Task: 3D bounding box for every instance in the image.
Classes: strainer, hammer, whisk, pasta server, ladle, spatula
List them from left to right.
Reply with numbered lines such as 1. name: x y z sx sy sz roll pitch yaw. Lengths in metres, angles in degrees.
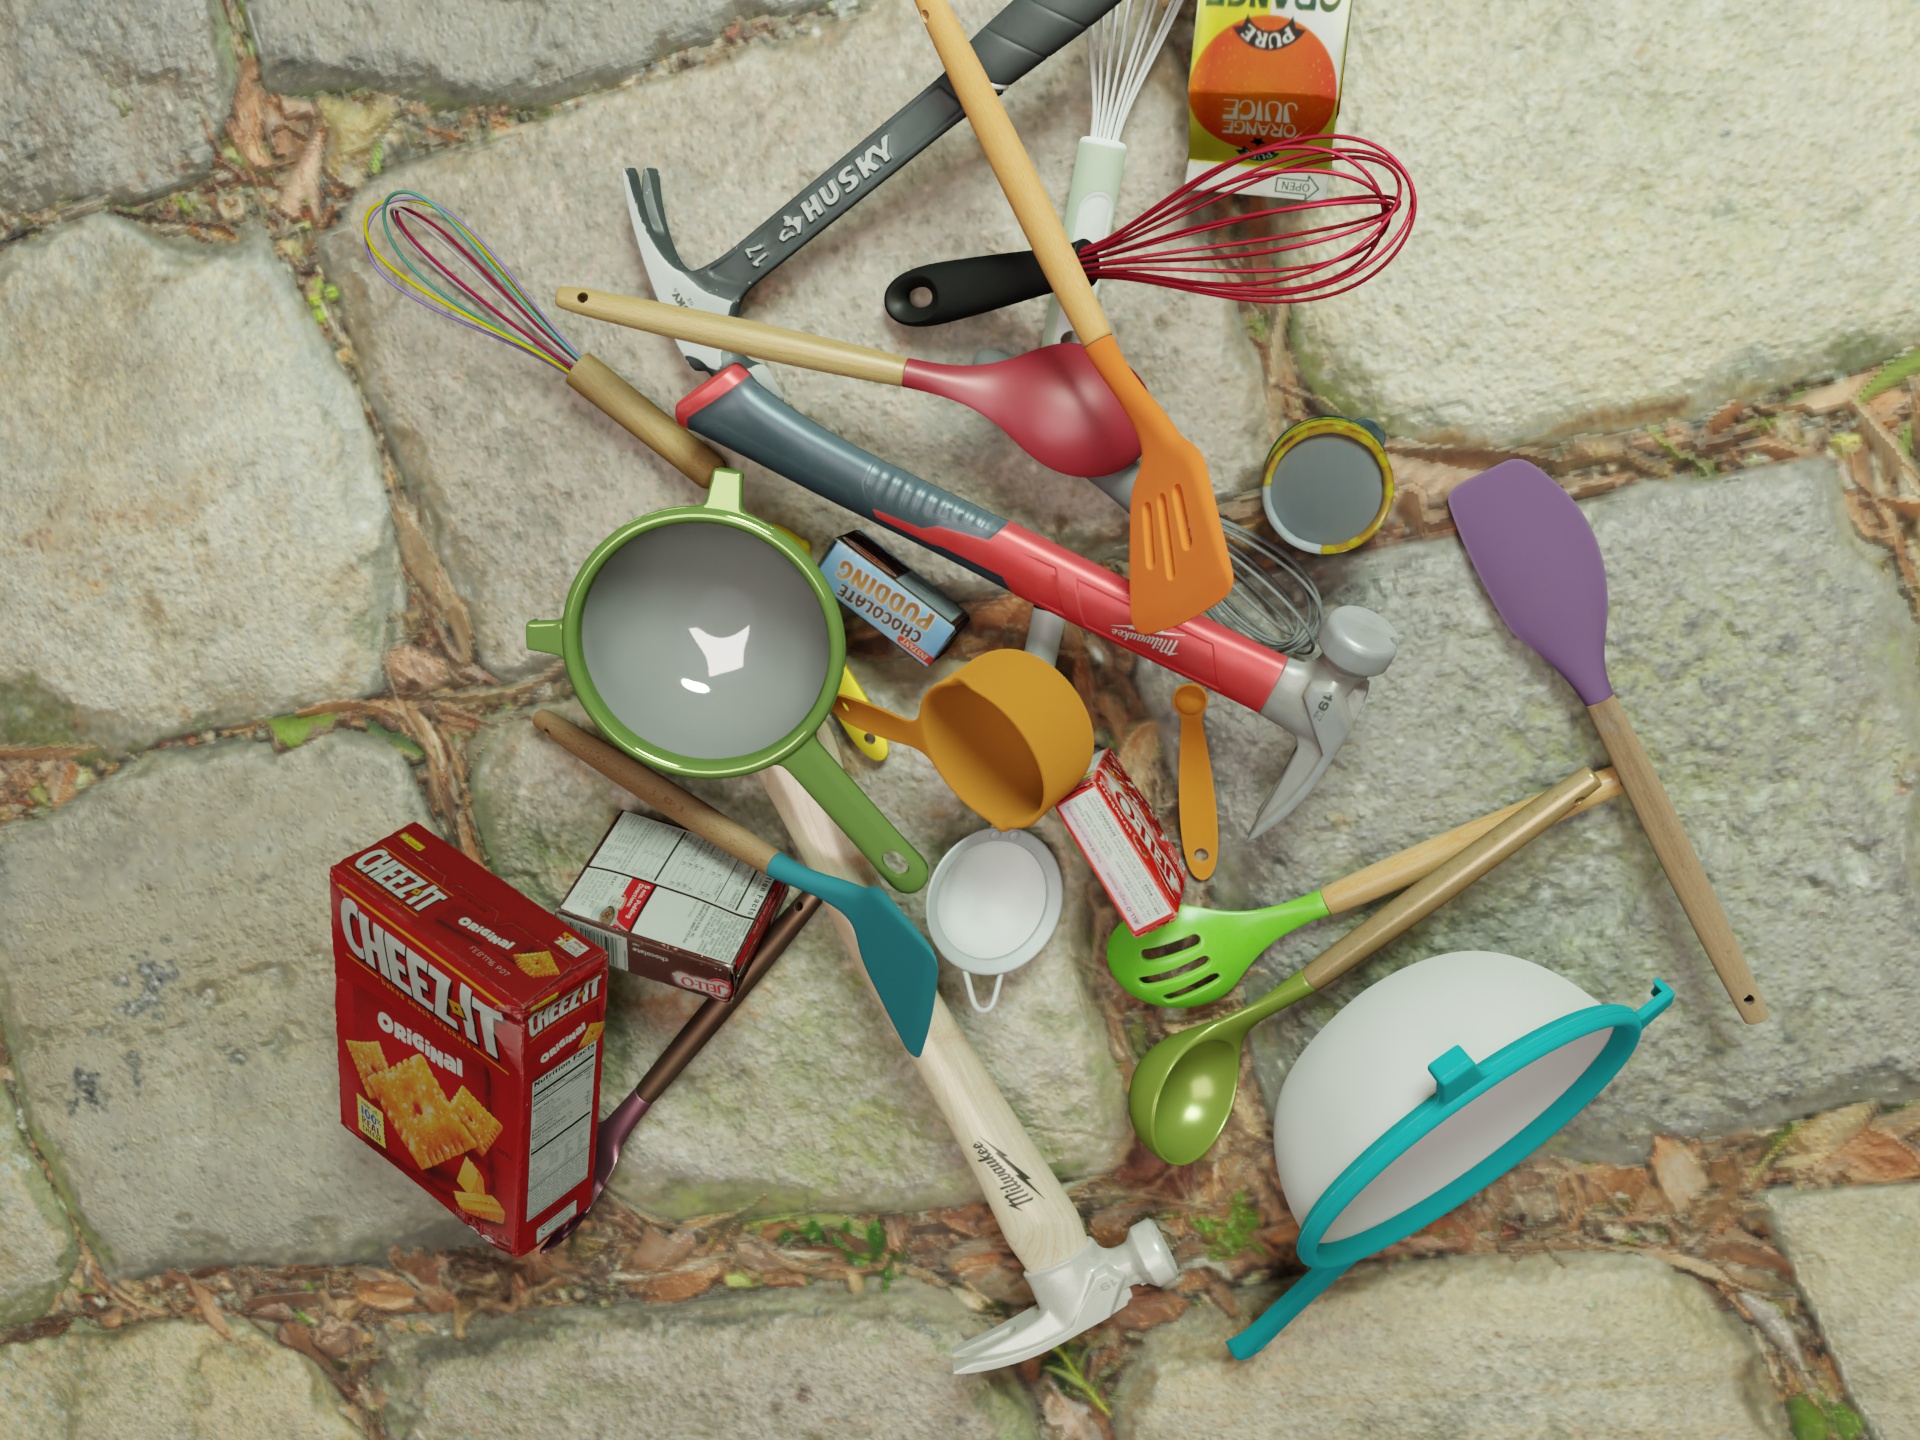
1. whisk: -0.231 -0.215 0.896 0.245 0.047 0.051 38 120 -3
2. pasta server: -0.186 0.217 0.992 0.060 0.040 0.316 47 108 19
3. spatula: -0.133 0.073 0.903 0.318 0.044 0.082 29 133 21
4. strainer: -0.102 -0.010 0.880 0.151 0.069 0.256 -37 105 13
5. ladle: -0.053 -0.185 0.816 0.315 0.031 0.069 12 84 1
6. hammer: -0.029 0.184 0.937 0.146 0.038 0.410 -28 94 1
7. hammer: -0.008 -0.310 0.782 0.409 0.036 0.149 -30 93 30
8. hammer: 0.022 -0.074 0.836 0.386 0.038 0.143 27 130 6
9. strainer: 0.030 0.036 0.899 0.086 0.050 0.258 7 101 -26
10. spatula: 0.047 -0.197 0.746 0.081 0.041 0.322 -24 93 60
11. whisk: 0.074 -0.300 0.804 0.057 0.059 0.246 4 111 -17
12. whisk: 0.078 -0.225 0.772 0.296 0.073 0.073 1 105 38
13. whisk: 0.098 -0.117 0.843 0.239 0.055 0.055 41 108 4
14. strainer: 0.216 0.232 0.871 0.095 0.211 0.340 56 134 32
15. ladle: 0.216 0.135 0.860 0.320 0.078 0.062 -42 49 21
16. spatula: 0.343 0.012 0.819 0.060 0.018 0.316 -26 89 14

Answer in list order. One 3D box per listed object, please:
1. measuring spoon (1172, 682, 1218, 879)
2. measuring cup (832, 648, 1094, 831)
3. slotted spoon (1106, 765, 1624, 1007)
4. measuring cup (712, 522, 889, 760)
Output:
1. measuring spoon: 0.132 0.034 0.893 0.021 0.011 0.117 -3 107 13
2. measuring cup: -0.001 -0.003 0.856 0.174 0.052 0.095 17 133 45
3. slotted spoon: 0.224 0.088 0.875 0.314 0.031 0.070 -25 107 15
4. measuring cup: -0.088 -0.041 0.909 0.062 0.029 0.156 -31 93 18
